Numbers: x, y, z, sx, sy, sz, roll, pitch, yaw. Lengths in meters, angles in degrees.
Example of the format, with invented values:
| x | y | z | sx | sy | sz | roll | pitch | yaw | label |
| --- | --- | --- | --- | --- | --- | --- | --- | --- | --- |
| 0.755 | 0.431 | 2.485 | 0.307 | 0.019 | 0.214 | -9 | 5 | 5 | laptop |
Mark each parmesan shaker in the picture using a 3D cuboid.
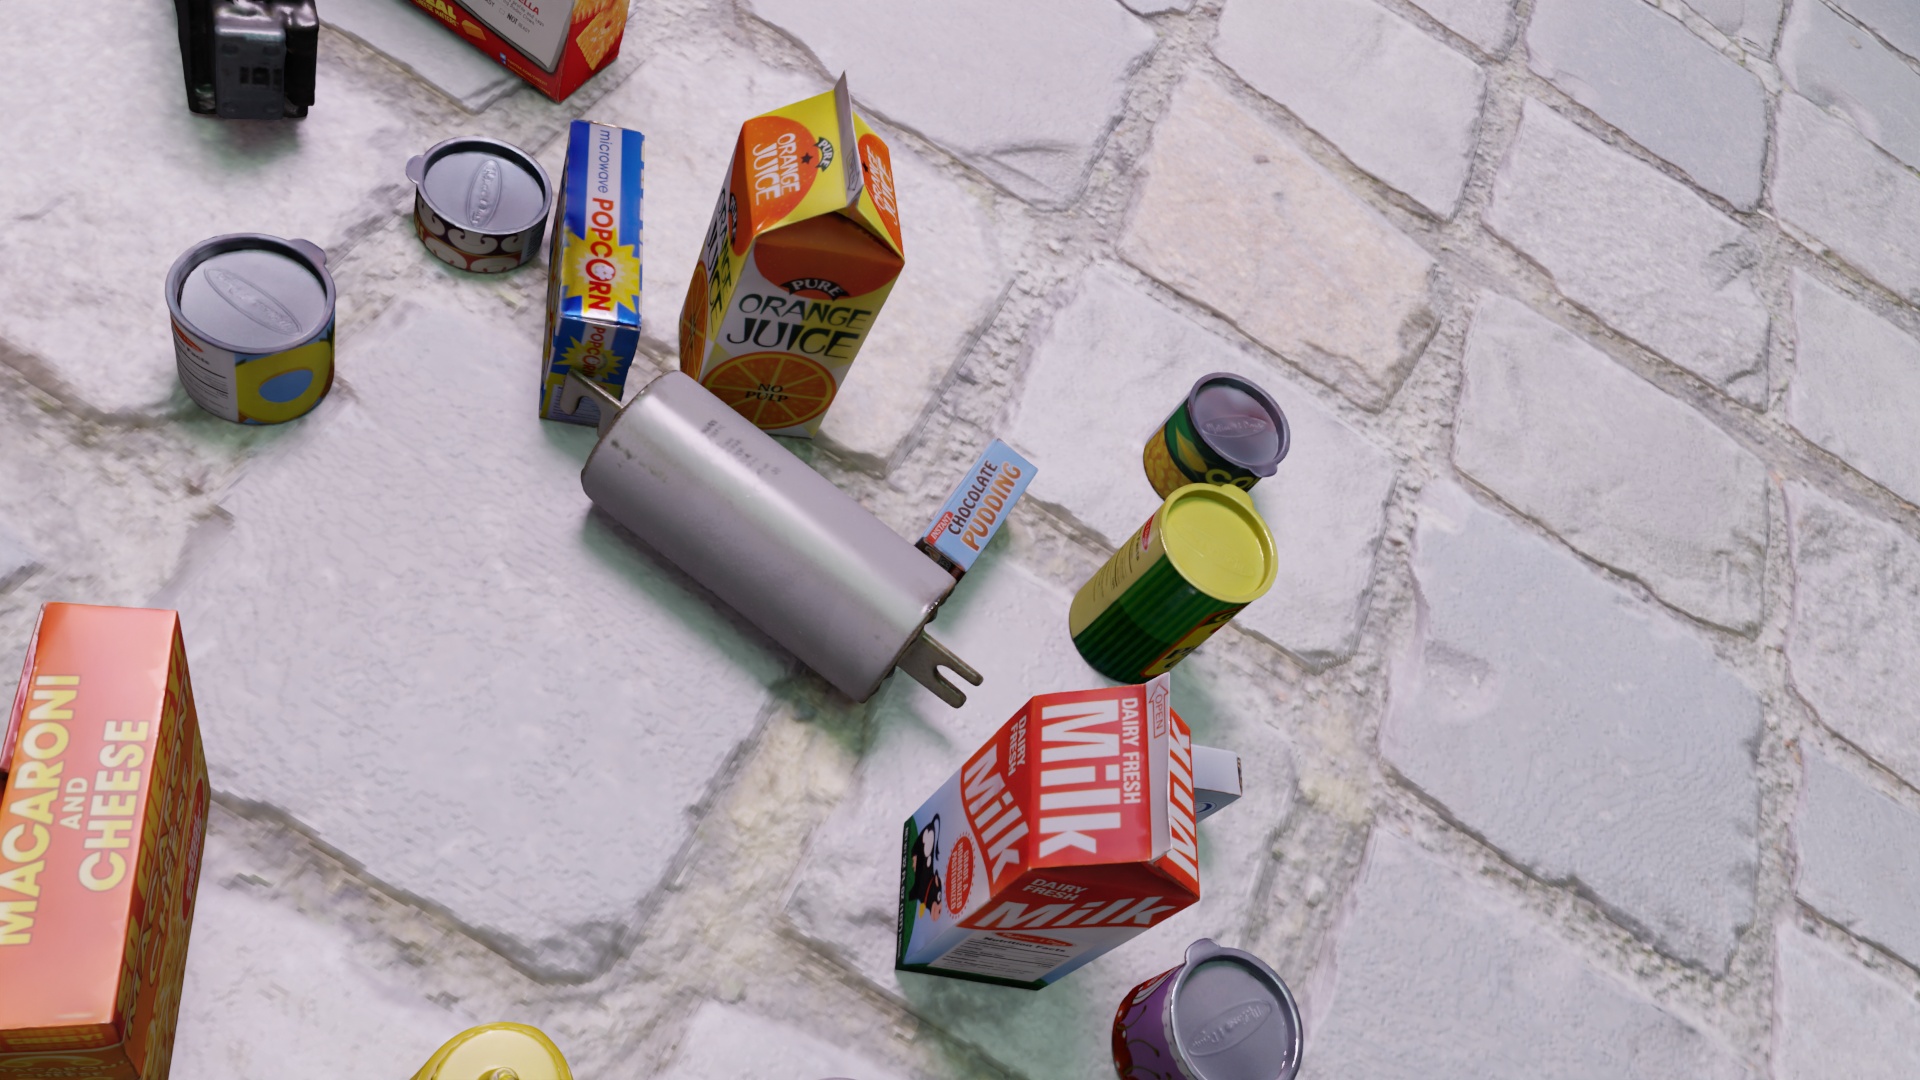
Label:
| x | y | z | sx | sy | sz | roll | pitch | yaw | label |
| --- | --- | --- | --- | --- | --- | --- | --- | --- | --- |
| 0.109 | 0.023 | 0.716 | 0.071 | 0.102 | 0.071 | 12 | 57 | -18 | parmesan shaker |

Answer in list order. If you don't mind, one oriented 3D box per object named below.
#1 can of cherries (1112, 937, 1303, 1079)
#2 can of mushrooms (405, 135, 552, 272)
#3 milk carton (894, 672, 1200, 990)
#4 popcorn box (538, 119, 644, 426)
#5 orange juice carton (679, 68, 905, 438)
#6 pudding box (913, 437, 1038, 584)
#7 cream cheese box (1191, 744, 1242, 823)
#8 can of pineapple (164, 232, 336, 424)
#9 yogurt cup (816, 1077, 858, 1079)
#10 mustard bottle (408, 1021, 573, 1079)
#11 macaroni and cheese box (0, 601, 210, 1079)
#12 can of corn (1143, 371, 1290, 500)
| x | y | z | sx | sy | sz | roll | pitch | yaw | label |
| --- | --- | --- | --- | --- | --- | --- | --- | --- | --- |
| 0.109 | 0.220 | 0.624 | 0.071 | 0.058 | 0.072 | 12 | 57 | -18 | can of cherries |
| -0.249 | -0.174 | 0.716 | 0.071 | 0.033 | 0.071 | 12 | 57 | -18 | can of mushrooms |
| 0.039 | 0.123 | 0.568 | 0.073 | 0.189 | 0.073 | 14 | 56 | -17 | milk carton |
| -0.182 | -0.132 | 0.688 | 0.038 | 0.084 | 0.127 | 6 | 59 | -21 | popcorn box |
| -0.080 | -0.132 | 0.668 | 0.073 | 0.191 | 0.072 | 5 | 59 | -22 | orange juice carton |
| 0.003 | -0.009 | 0.720 | 0.030 | 0.049 | 0.084 | 36 | 53 | -1 | pudding box |
| 0.079 | 0.116 | 0.677 | 0.104 | 0.053 | 0.024 | 12 | 57 | -18 | cream cheese box |
| -0.314 | -0.095 | 0.622 | 0.071 | 0.057 | 0.071 | 12 | 57 | -18 | can of pineapple |
| -0.054 | 0.247 | 0.535 | 0.072 | 0.053 | 0.073 | 12 | 57 | -18 | yogurt cup |
| -0.156 | 0.189 | 0.457 | 0.065 | 0.159 | 0.049 | -23 | 72 | -33 | mustard bottle |
| -0.275 | 0.111 | 0.446 | 0.040 | 0.165 | 0.124 | 5 | 59 | -22 | macaroni and cheese box |
| 0.149 | -0.053 | 0.809 | 0.071 | 0.058 | 0.071 | 12 | 57 | -18 | can of corn |
